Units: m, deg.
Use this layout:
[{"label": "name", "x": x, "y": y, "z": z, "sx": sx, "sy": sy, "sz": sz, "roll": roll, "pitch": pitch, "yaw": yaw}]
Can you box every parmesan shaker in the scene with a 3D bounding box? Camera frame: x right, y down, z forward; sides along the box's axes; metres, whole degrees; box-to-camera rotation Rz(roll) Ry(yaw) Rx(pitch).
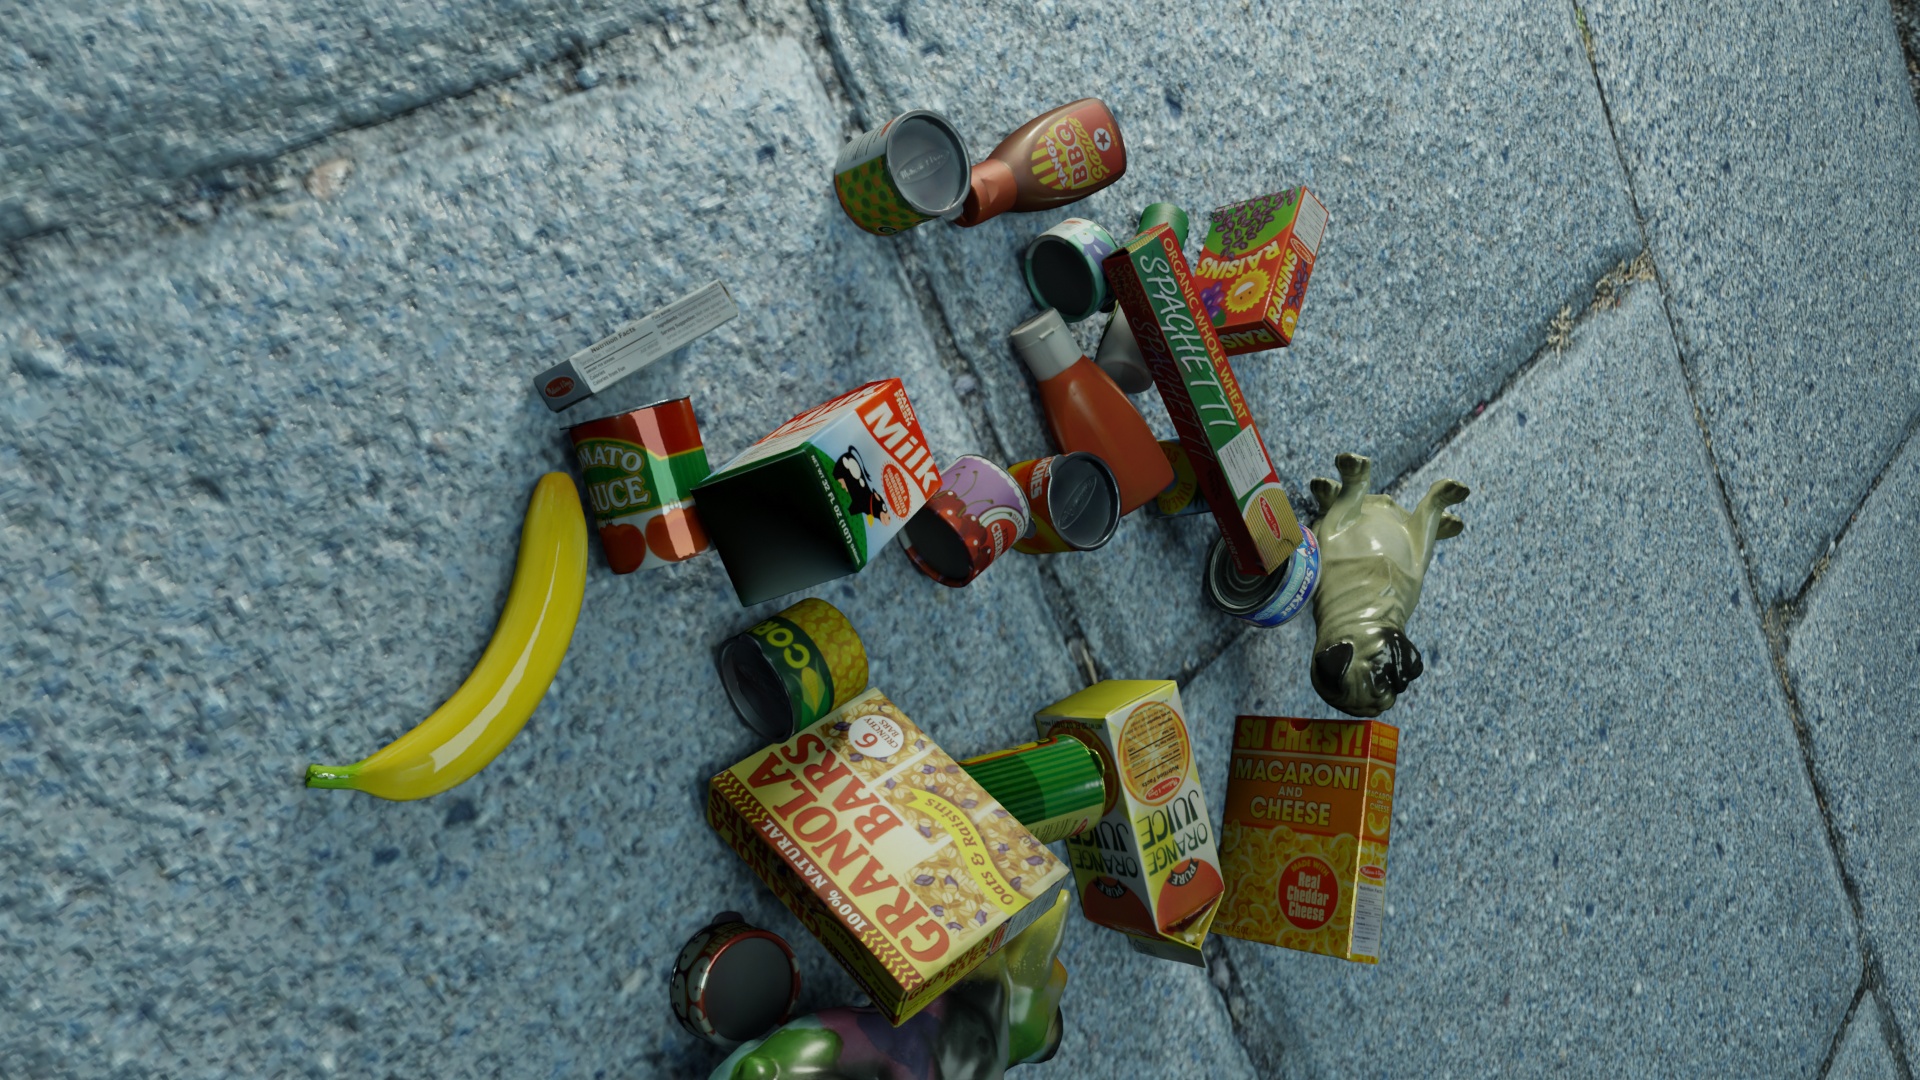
[{"label": "parmesan shaker", "x": 0.034, "y": 0.164, "z": 0.882, "sx": 0.103, "sy": 0.071, "sz": 0.071, "roll": -7, "pitch": 90, "yaw": -38}]

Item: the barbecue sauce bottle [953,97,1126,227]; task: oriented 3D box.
[{"label": "barbecue sauce bottle", "x": 0.050, "y": -0.254, "z": 0.951, "sx": 0.149, "sy": 0.043, "sz": 0.064, "roll": -33, "pitch": 107, "yaw": -35}]

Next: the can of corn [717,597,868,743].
[{"label": "can of corn", "x": -0.095, "y": 0.071, "z": 0.790, "sx": 0.058, "sy": 0.071, "sz": 0.071, "roll": -29, "pitch": 104, "yaw": -37}]

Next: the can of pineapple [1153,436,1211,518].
[{"label": "can of pineapple", "x": 0.172, "y": -0.049, "z": 1.015, "sx": 0.071, "sy": 0.071, "sz": 0.058, "roll": -12, "pitch": 93, "yaw": -38}]

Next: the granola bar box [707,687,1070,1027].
[{"label": "granola bar box", "x": -0.042, "y": 0.169, "z": 0.773, "sx": 0.125, "sy": 0.166, "sz": 0.038, "roll": -26, "pitch": 144, "yaw": -37}]

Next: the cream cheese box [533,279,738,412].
[{"label": "cream cheese box", "x": -0.175, "y": -0.106, "z": 0.753, "sx": 0.104, "sy": 0.053, "sz": 0.024, "roll": -38, "pitch": 107, "yaw": -34}]

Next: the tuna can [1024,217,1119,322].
[{"label": "tuna can", "x": 0.079, "y": -0.183, "z": 0.953, "sx": 0.033, "sy": 0.071, "sz": 0.071, "roll": -35, "pitch": 108, "yaw": -34}]

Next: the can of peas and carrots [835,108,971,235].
[{"label": "can of peas and carrots", "x": -0.035, "y": -0.228, "z": 0.872, "sx": 0.071, "sy": 0.058, "sz": 0.071, "roll": 3, "pitch": 85, "yaw": -38}]

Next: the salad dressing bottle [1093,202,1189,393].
[{"label": "salad dressing bottle", "x": 0.133, "y": -0.177, "z": 1.004, "sx": 0.044, "sy": 0.064, "sz": 0.148, "roll": 13, "pitch": 63, "yaw": 9}]

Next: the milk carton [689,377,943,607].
[{"label": "milk carton", "x": -0.069, "y": -0.037, "z": 0.792, "sx": 0.072, "sy": 0.073, "sz": 0.191, "roll": 67, "pitch": 23, "yaw": -14}]

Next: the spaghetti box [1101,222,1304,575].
[{"label": "spaghetti box", "x": 0.169, "y": -0.094, "z": 0.953, "sx": 0.050, "sy": 0.028, "sz": 0.249, "roll": -37, "pitch": 108, "yaw": -33}]

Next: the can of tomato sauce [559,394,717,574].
[{"label": "can of tomato sauce", "x": -0.168, "y": -0.029, "z": 0.743, "sx": 0.071, "sy": 0.071, "sz": 0.083, "roll": -20, "pitch": 99, "yaw": -38}]

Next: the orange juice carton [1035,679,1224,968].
[{"label": "orange juice carton", "x": 0.121, "y": 0.197, "z": 0.947, "sx": 0.073, "sy": 0.071, "sz": 0.192, "roll": -19, "pitch": 97, "yaw": -38}]

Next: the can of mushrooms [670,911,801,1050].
[{"label": "can of mushrooms", "x": -0.124, "y": 0.245, "z": 0.773, "sx": 0.071, "sy": 0.033, "sz": 0.071, "roll": 4, "pitch": 84, "yaw": -37}]

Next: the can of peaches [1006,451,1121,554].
[{"label": "can of peaches", "x": 0.063, "y": -0.026, "z": 0.931, "sx": 0.071, "sy": 0.058, "sz": 0.071, "roll": 4, "pitch": 84, "yaw": -37}]

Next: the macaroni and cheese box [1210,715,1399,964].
[{"label": "macaroni and cheese box", "x": 0.251, "y": 0.213, "z": 1.015, "sx": 0.040, "sy": 0.123, "sz": 0.167, "roll": 20, "pitch": 74, "yaw": -37}]

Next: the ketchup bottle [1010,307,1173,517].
[{"label": "ketchup bottle", "x": 0.087, "y": -0.089, "z": 0.961, "sx": 0.065, "sy": 0.043, "sz": 0.148, "roll": -34, "pitch": 106, "yaw": -6}]

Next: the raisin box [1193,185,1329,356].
[{"label": "raisin box", "x": 0.220, "y": -0.201, "z": 1.054, "sx": 0.040, "sy": 0.086, "sz": 0.124, "roll": 36, "pitch": 65, "yaw": -36}]

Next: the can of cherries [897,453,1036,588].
[{"label": "can of cherries", "x": 0.003, "y": -0.011, "z": 0.874, "sx": 0.059, "sy": 0.071, "sz": 0.071, "roll": -40, "pitch": 110, "yaw": -33}]
